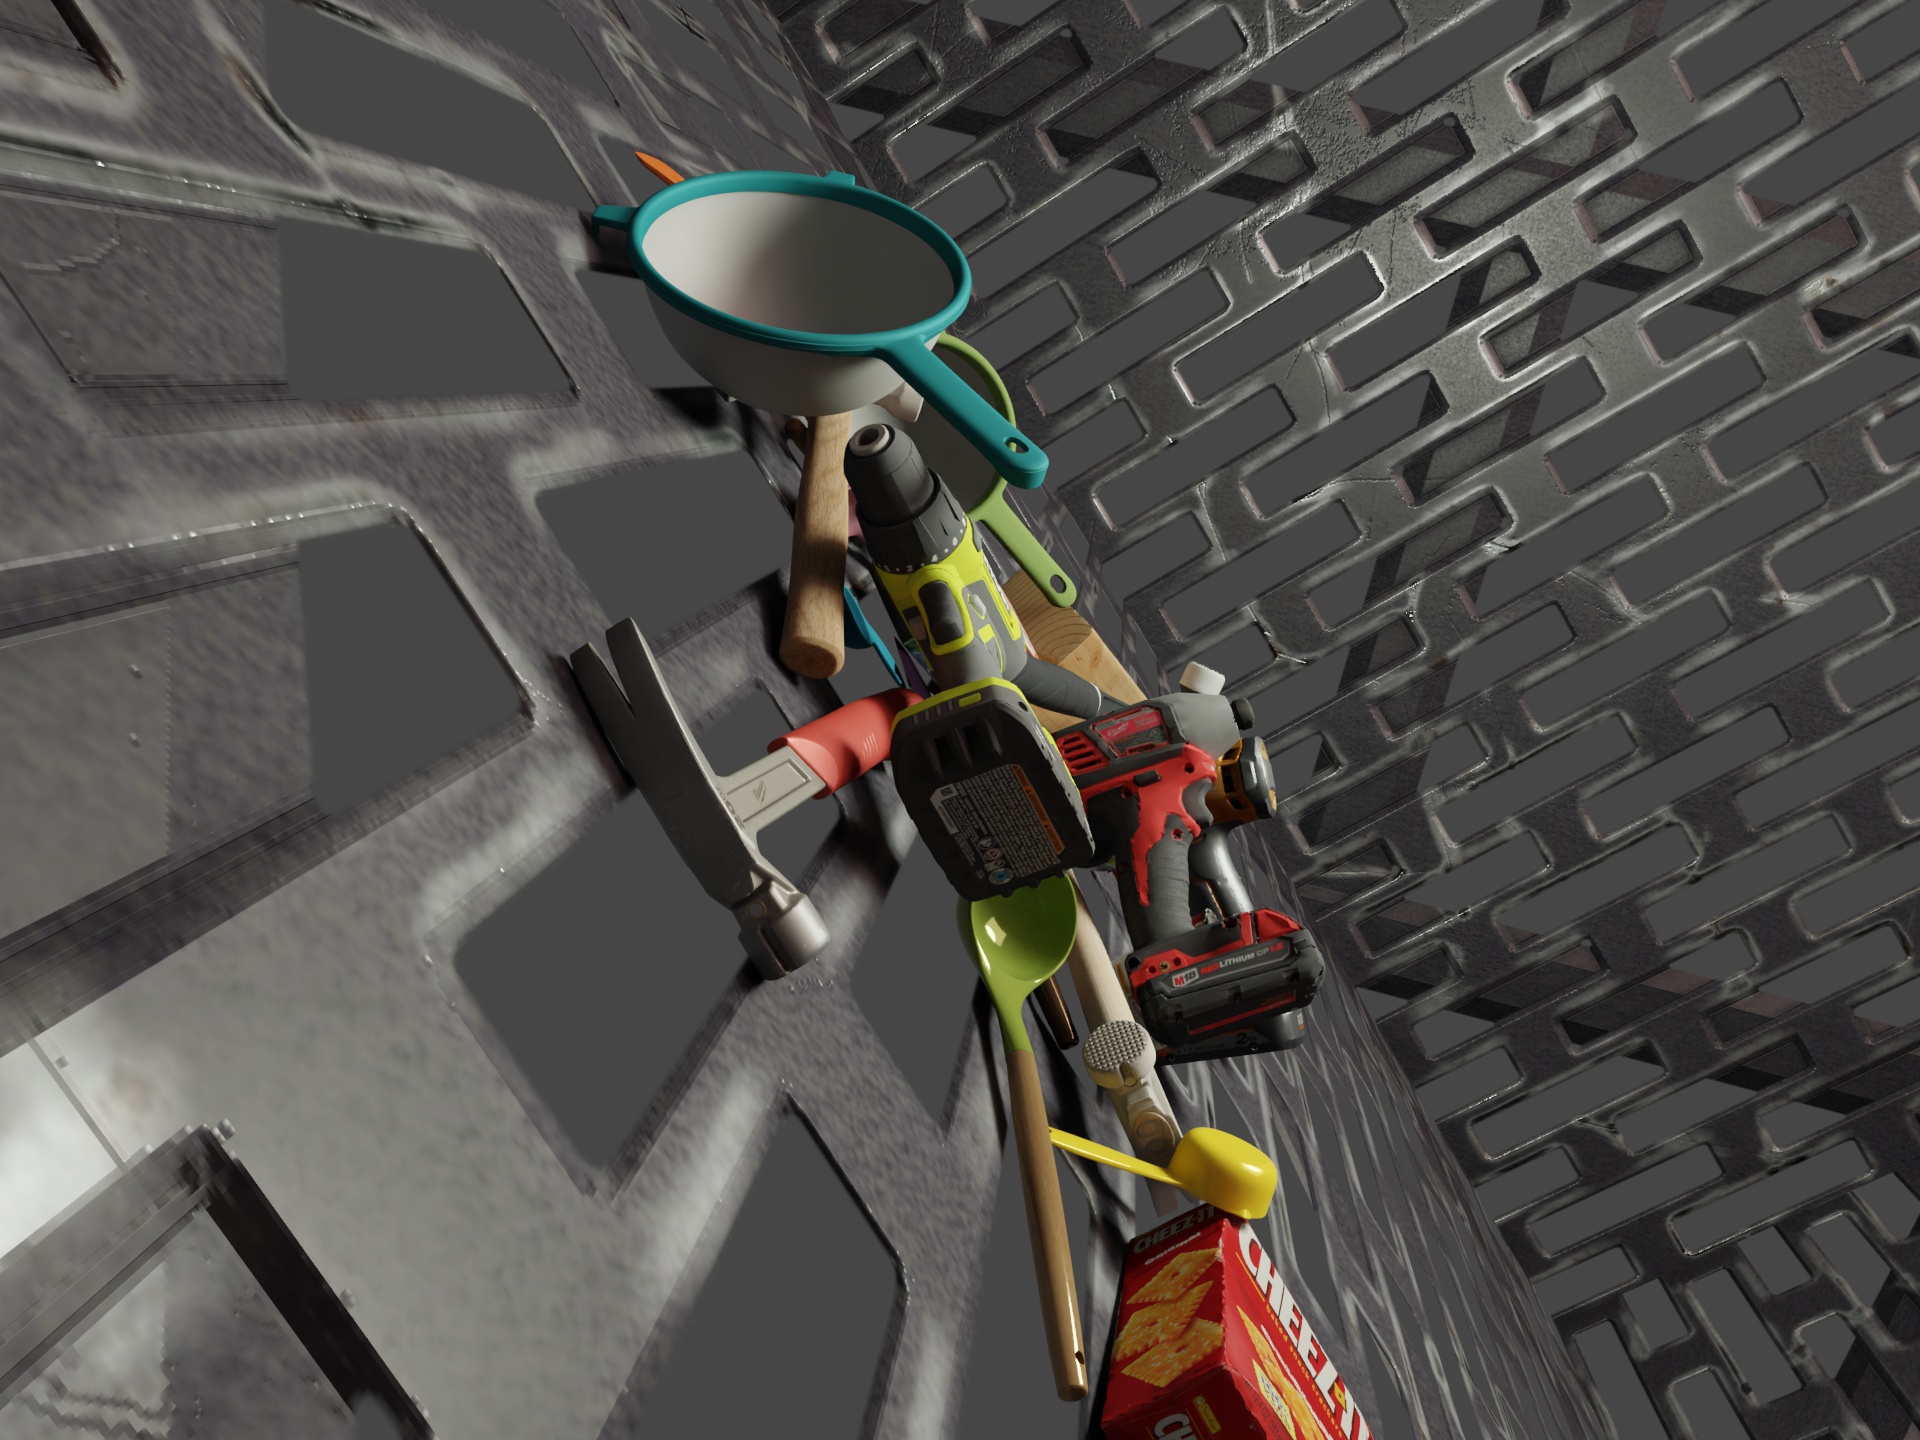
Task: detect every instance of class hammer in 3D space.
[{"bbox_3d":[0.104,-0.008,1.244,0.036,0.149,0.408,28,5,28],"label":"hammer"},{"bbox_3d":[-0.073,0.010,0.773,0.149,0.036,0.359,60,12,-1],"label":"hammer"},{"bbox_3d":[0.073,0.130,1.046,0.411,0.038,0.146,-109,176,-56],"label":"hammer"},{"bbox_3d":[-0.087,-0.140,0.978,0.130,0.031,0.332,13,39,-12],"label":"hammer"}]

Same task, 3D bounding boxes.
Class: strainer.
[{"bbox_3d":[-0.005,-0.179,1.218,0.256,0.151,0.069,46,-17,-26],"label":"strainer"},{"bbox_3d":[-0.066,-0.215,0.968,0.341,0.211,0.095,47,-39,29],"label":"strainer"}]

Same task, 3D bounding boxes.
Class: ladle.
[{"bbox_3d":[0.042,0.182,0.789,0.078,0.062,0.320,37,24,-27],"label":"ladle"}]

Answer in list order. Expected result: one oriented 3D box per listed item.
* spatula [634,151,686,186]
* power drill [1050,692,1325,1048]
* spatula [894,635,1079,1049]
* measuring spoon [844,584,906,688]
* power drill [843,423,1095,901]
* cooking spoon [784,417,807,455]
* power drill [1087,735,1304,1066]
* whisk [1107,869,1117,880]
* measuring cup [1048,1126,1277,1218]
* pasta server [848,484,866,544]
[{"bbox_3d":[-0.152,-0.306,1.251,0.322,0.041,0.081,62,11,-11],"label":"spatula"},{"bbox_3d":[0.148,0.085,1.024,0.078,0.143,0.220,66,5,-63],"label":"power drill"},{"bbox_3d":[0.011,0.069,1.019,0.316,0.018,0.059,66,5,32],"label":"spatula"},{"bbox_3d":[-0.061,-0.045,1.018,0.128,0.021,0.042,57,11,-64],"label":"measuring spoon"},{"bbox_3d":[-0.004,-0.036,0.863,0.190,0.080,0.229,61,11,-45],"label":"power drill"},{"bbox_3d":[-0.053,-0.144,1.274,0.318,0.017,0.069,46,12,-51],"label":"cooking spoon"},{"bbox_3d":[0.150,0.135,1.166,0.084,0.185,0.226,22,58,-71],"label":"power drill"},{"bbox_3d":[0.145,0.137,1.334,0.296,0.073,0.073,54,11,4],"label":"whisk"},{"bbox_3d":[0.101,0.223,0.834,0.156,0.029,0.062,23,3,-23],"label":"measuring cup"},{"bbox_3d":[-0.045,-0.113,1.179,0.040,0.060,0.316,56,5,24],"label":"pasta server"}]
